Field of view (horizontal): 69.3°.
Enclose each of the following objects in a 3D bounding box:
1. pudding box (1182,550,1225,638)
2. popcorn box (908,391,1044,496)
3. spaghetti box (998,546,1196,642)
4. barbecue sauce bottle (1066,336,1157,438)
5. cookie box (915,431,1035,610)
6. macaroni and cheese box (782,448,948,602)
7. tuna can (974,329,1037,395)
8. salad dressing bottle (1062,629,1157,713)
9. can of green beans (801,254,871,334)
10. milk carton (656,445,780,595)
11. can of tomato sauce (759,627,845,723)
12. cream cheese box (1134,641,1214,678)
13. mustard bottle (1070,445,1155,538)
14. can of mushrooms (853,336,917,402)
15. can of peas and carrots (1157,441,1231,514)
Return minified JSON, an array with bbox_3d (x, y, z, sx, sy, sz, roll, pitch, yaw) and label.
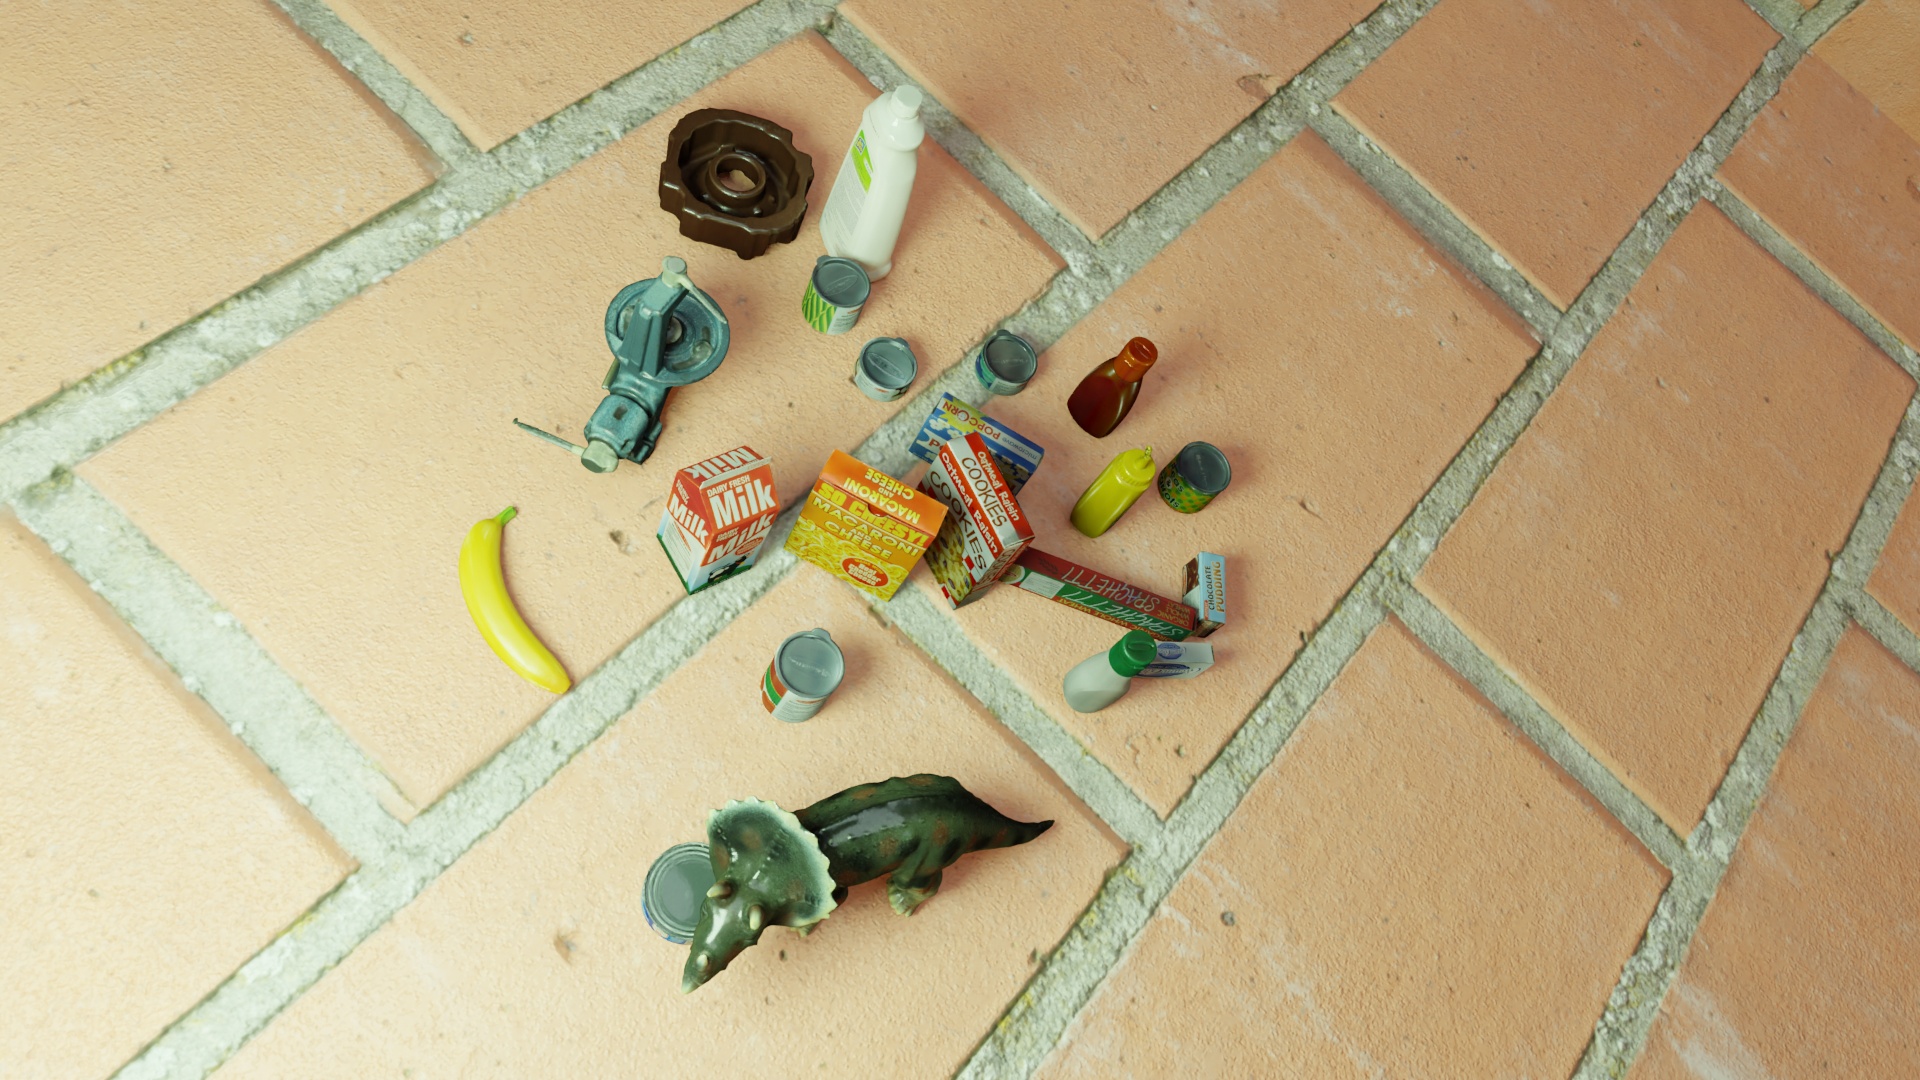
[{"bbox_3d":[0.267,0.059,1.524,0.030,0.049,0.084,12,63,-14],"label":"pudding box"},{"bbox_3d":[0.017,-0.096,1.488,0.127,0.085,0.038,30,60,-4],"label":"popcorn box"},{"bbox_3d":[0.131,0.053,1.478,0.250,0.050,0.029,20,61,-10],"label":"spaghetti box"},{"bbox_3d":[0.171,-0.173,1.543,0.044,0.148,0.065,-37,82,-30],"label":"barbecue sauce bottle"},{"bbox_3d":[0.005,-0.018,1.399,0.040,0.166,0.123,-21,75,-27],"label":"cookie box"},{"bbox_3d":[-0.096,-0.010,1.360,0.124,0.165,0.040,27,60,-6],"label":"macaroni and cheese box"},{"bbox_3d":[0.051,-0.202,1.581,0.071,0.032,0.071,8,63,-16],"label":"tuna can"},{"bbox_3d":[0.150,0.131,1.391,0.064,0.147,0.044,4,65,-18],"label":"salad dressing bottle"},{"bbox_3d":[-0.138,-0.269,1.531,0.071,0.057,0.071,8,64,-16],"label":"can of green beans"},{"bbox_3d":[-0.227,-0.025,1.306,0.072,0.189,0.073,-25,76,-28],"label":"milk carton"},{"bbox_3d":[-0.152,0.129,1.321,0.071,0.082,0.071,8,64,-16],"label":"can of tomato sauce"},{"bbox_3d":[0.211,0.127,1.470,0.104,0.053,0.024,3,65,-19],"label":"cream cheese box"},{"bbox_3d":[0.170,-0.058,1.481,0.049,0.159,0.065,40,59,1],"label":"mustard bottle"},{"bbox_3d":[-0.082,-0.189,1.527,0.071,0.033,0.071,8,63,-16],"label":"can of mushrooms"},{"bbox_3d":[0.263,-0.070,1.579,0.071,0.058,0.071,8,64,-16],"label":"can of peas and carrots"}]
